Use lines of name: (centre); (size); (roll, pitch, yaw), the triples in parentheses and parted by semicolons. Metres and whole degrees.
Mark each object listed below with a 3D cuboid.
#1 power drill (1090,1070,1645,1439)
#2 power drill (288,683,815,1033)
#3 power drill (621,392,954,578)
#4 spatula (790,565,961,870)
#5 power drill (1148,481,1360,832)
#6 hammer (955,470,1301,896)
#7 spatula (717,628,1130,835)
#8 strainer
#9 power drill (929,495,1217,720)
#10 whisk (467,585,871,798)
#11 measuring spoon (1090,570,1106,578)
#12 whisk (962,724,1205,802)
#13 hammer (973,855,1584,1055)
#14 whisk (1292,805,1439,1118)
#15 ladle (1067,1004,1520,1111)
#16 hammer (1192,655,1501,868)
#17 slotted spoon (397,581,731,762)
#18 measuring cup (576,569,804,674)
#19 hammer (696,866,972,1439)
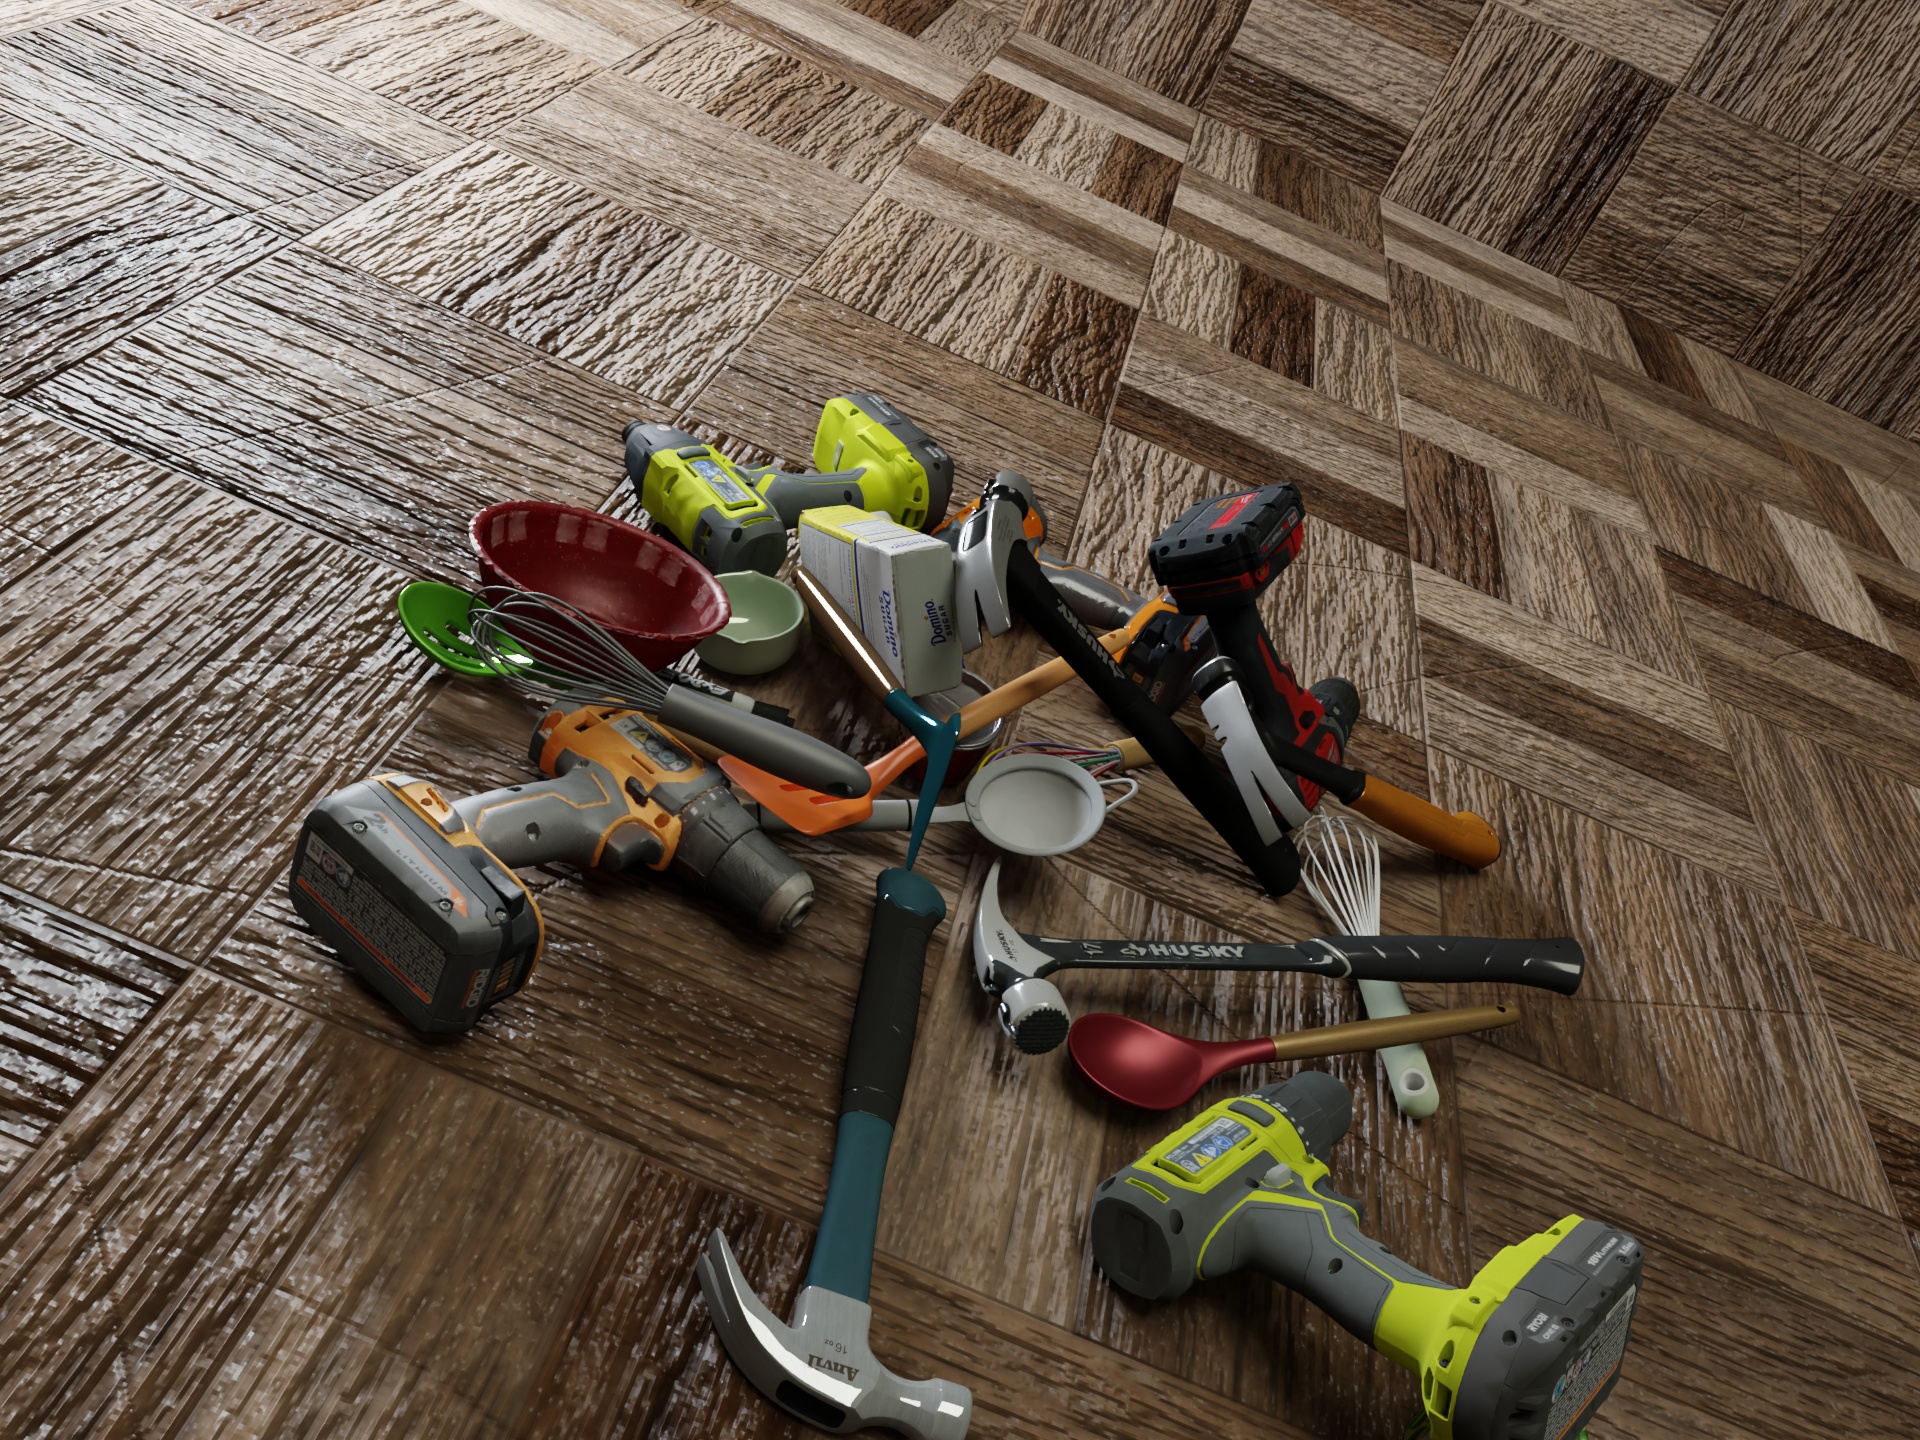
power drill: (0.204, 0.253, 0.782); (0.229, 0.080, 0.190); (19, 25, 40)
power drill: (-0.196, 0.075, 0.819); (0.185, 0.084, 0.226); (37, 32, 16)
power drill: (-0.131, -0.182, 1.192); (0.223, 0.080, 0.171); (-17, 51, -40)
spatula: (-0.056, -0.027, 0.937); (0.044, 0.082, 0.318); (7, 25, -29)
power drill: (0.228, -0.053, 1.150); (0.080, 0.226, 0.188); (-7, 22, 35)
hammer: (0.113, -0.001, 1.012); (0.334, 0.035, 0.146); (46, 34, -23)
spatula: (-0.002, -0.003, 0.977); (0.322, 0.041, 0.081); (-28, 50, -37)
strainer: (-0.021, 0.057, 0.959); (0.258, 0.050, 0.087); (0, 42, -13)
power drill: (0.075, -0.086, 1.194); (0.226, 0.084, 0.164); (31, 37, 14)
whisk: (-0.158, -0.012, 0.865); (0.239, 0.055, 0.055); (24, 35, -4)
measuring spoon: (0.072, -0.133, 1.298); (0.129, 0.021, 0.042); (35, 36, 12)
whisk: (0.090, 0.033, 1.088); (0.245, 0.051, 0.047); (-11, 70, -46)
hammer: (0.200, 0.141, 0.957); (0.408, 0.036, 0.149); (4, 27, -19)
whisk: (0.266, 0.152, 1.037); (0.058, 0.059, 0.247); (-14, 43, 7)
ladle: (0.202, 0.188, 0.931); (0.315, 0.031, 0.069); (-2, 40, -23)
hammer: (0.282, 0.057, 1.079); (0.336, 0.034, 0.127); (21, 39, -43)
slotted spoon: (-0.193, -0.003, 0.965); (0.313, 0.031, 0.070); (24, 31, -5)
measuring cup: (-0.187, -0.065, 1.048); (0.167, 0.038, 0.083); (4, 39, -5)
hammer: (-0.044, 0.193, 0.797); (0.128, 0.033, 0.331); (21, 35, -8)
